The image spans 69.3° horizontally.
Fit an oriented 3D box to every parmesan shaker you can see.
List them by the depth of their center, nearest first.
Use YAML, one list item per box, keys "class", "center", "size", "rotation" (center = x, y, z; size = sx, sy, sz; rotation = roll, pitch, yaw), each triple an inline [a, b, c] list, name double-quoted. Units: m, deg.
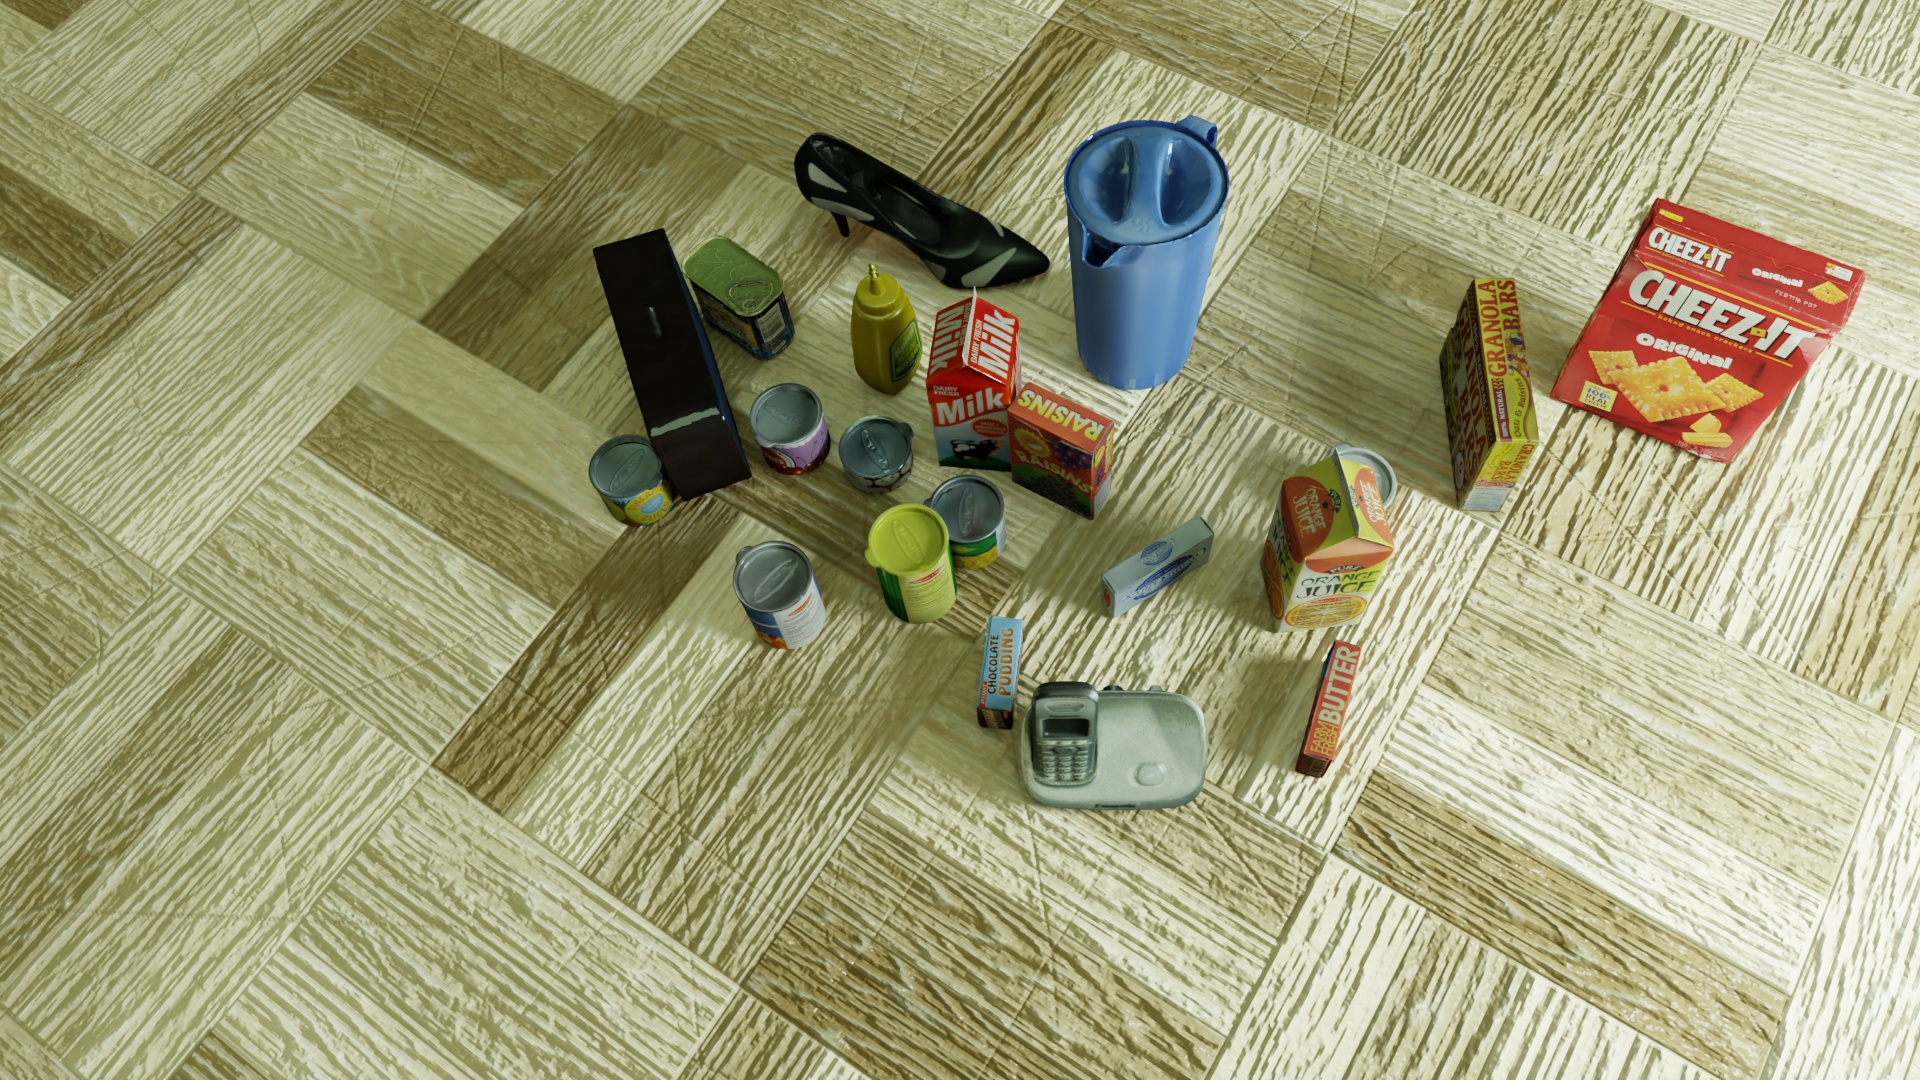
- class: "parmesan shaker"
  center: [-0.042, 0.022, 1.176]
  size: [0.071, 0.102, 0.071]
  rotation: [-2, 63, 3]

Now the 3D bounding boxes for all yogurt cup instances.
- class: "yogurt cup"
  center: [0.340, -0.039, 1.209]
  size: [0.072, 0.053, 0.072]
  rotation: [-2, 63, 3]

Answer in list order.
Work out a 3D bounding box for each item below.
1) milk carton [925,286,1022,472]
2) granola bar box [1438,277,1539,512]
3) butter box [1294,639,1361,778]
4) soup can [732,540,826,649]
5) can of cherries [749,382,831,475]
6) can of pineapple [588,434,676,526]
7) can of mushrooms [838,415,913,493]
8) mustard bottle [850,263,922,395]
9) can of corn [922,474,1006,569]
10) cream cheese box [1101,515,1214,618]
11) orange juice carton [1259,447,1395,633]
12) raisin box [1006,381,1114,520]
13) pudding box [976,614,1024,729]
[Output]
- class: "milk carton"
  center: [0.013, -0.136, 1.205]
  size: [0.073, 0.189, 0.072]
  rotation: [5, 64, 7]
- class: "granola bar box"
  center: [0.455, -0.125, 1.205]
  size: [0.039, 0.123, 0.166]
  rotation: [1, 63, 5]
- class: "butter box"
  center: [0.297, 0.137, 1.122]
  size: [0.024, 0.053, 0.104]
  rotation: [17, 66, 12]
- class: "soup can"
  center: [-0.154, 0.046, 1.183]
  size: [0.071, 0.083, 0.071]
  rotation: [-2, 63, 3]
- class: "can of cherries"
  center: [-0.157, -0.100, 1.272]
  size: [0.071, 0.058, 0.072]
  rotation: [-2, 63, 3]
- class: "can of pineapple"
  center: [-0.295, -0.053, 1.258]
  size: [0.071, 0.057, 0.071]
  rotation: [-2, 63, 3]
- class: "can of mushrooms"
  center: [-0.074, -0.079, 1.269]
  size: [0.071, 0.033, 0.071]
  rotation: [-2, 63, 3]
- class: "mustard bottle"
  center: [-0.070, -0.196, 1.258]
  size: [0.049, 0.159, 0.065]
  rotation: [29, 69, 17]
- class: "can of corn"
  center: [0.004, -0.015, 1.218]
  size: [0.071, 0.058, 0.071]
  rotation: [-2, 63, 3]
- class: "cream cheese box"
  center: [0.167, 0.023, 1.189]
  size: [0.104, 0.053, 0.024]
  rotation: [-31, 65, -11]
- class: "orange juice carton"
  center: [0.293, 0.003, 1.113]
  size: [0.073, 0.192, 0.072]
  rotation: [-7, 63, 1]
- class: "raisin box"
  center: [0.087, -0.076, 1.206]
  size: [0.086, 0.123, 0.040]
  rotation: [28, 69, 17]
- class: "pudding box"
  center: [0.033, 0.110, 1.157]
  size: [0.030, 0.049, 0.084]
  rotation: [6, 64, 7]
